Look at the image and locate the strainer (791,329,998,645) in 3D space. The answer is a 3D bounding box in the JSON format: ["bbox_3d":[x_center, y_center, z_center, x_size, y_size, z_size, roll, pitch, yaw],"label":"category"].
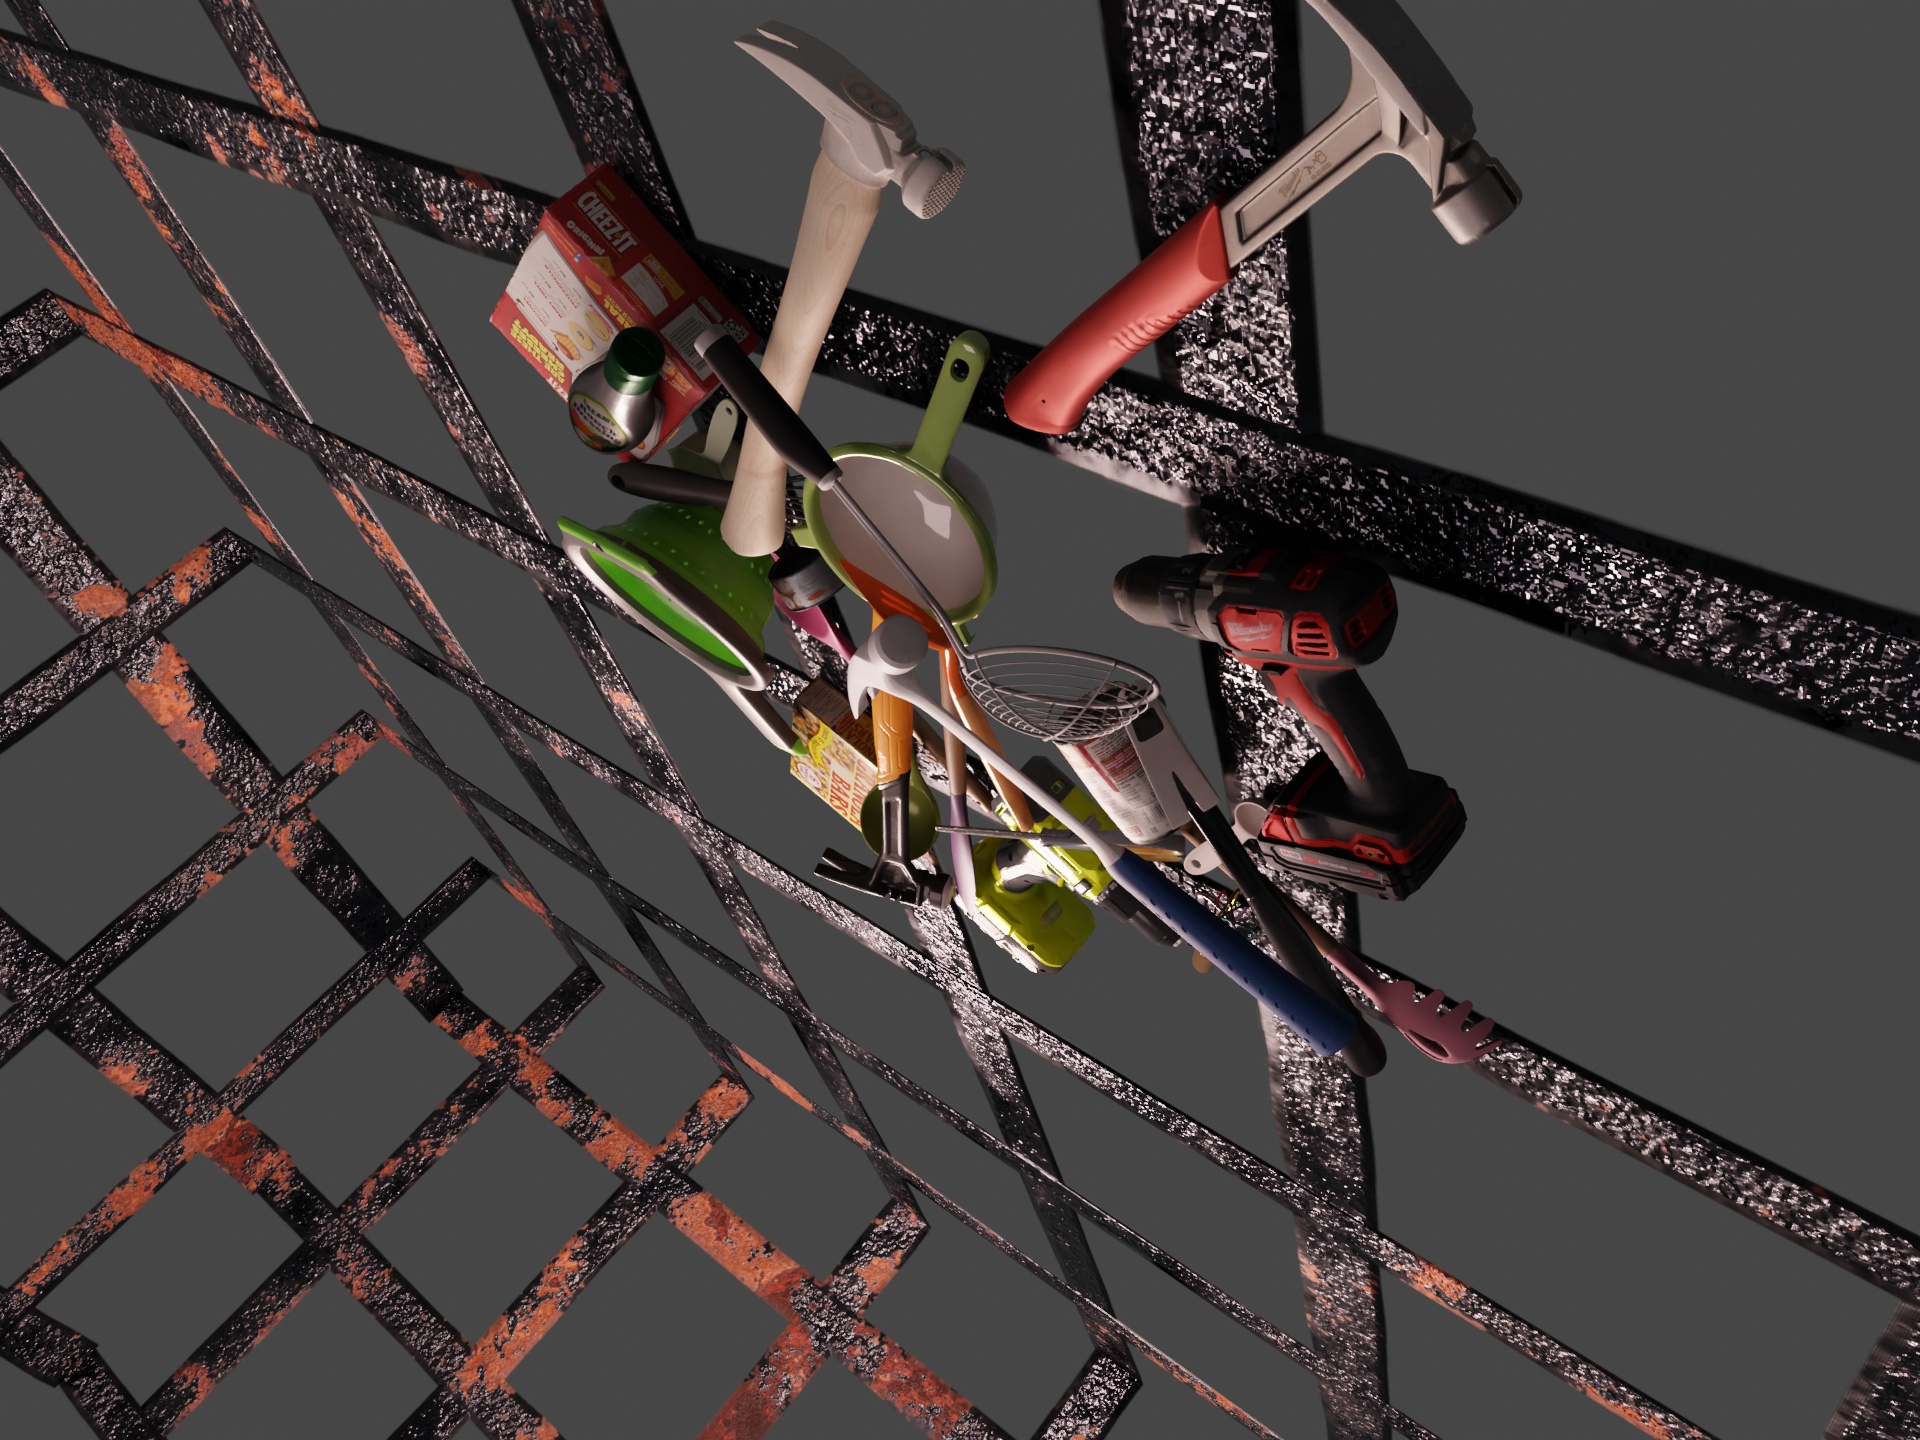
[{"bbox_3d":[-0.015,-0.170,1.048,0.151,0.069,0.256,33,143,5],"label":"strainer"}]

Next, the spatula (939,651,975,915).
[{"bbox_3d":[-0.003,0.038,1.318,0.060,0.018,0.315,-121,22,-51],"label":"spatula"}]

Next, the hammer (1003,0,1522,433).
[{"bbox_3d":[0.105,-0.230,0.788,0.149,0.037,0.359,48,155,-9],"label":"hammer"}]

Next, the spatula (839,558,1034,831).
[{"bbox_3d":[-0.002,-0.004,1.148,0.081,0.041,0.322,53,174,40],"label":"spatula"}]

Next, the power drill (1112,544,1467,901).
[{"bbox_3d":[0.196,-0.009,0.965,0.188,0.080,0.226,12,139,49],"label":"power drill"}]

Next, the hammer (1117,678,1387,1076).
[{"bbox_3d":[0.211,0.127,1.096,0.334,0.035,0.146,54,-170,-23],"label":"hammer"}]

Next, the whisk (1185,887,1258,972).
[{"bbox_3d":[0.201,0.171,1.247,0.051,0.047,0.244,5,164,7],"label":"whisk"}]

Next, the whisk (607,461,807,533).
[{"bbox_3d":[-0.172,-0.174,1.224,0.239,0.055,0.055,12,145,22],"label":"whisk"}]

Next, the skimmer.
[{"bbox_3d":[-0.022,-0.124,1.017,0.363,0.090,0.127,50,162,-1],"label":"skimmer"}]

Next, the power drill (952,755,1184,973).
[{"bbox_3d":[0.091,0.142,1.371,0.190,0.080,0.228,43,153,4],"label":"power drill"}]

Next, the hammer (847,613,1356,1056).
[{"bbox_3d":[0.090,0.081,1.033,0.405,0.035,0.144,39,162,-6],"label":"hammer"}]

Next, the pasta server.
[{"bbox_3d":[0.260,0.147,1.183,0.316,0.040,0.060,41,156,15],"label":"pasta server"}]

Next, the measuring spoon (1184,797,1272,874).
[{"bbox_3d":[0.198,0.085,1.165,0.034,0.018,0.124,44,147,2],"label":"measuring spoon"}]

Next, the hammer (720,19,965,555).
[{"bbox_3d":[-0.115,-0.245,1.029,0.146,0.038,0.410,42,147,7],"label":"hammer"}]

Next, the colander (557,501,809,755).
[{"bbox_3d":[-0.196,-0.085,1.380,0.205,0.094,0.396,28,166,28],"label":"colander"}]

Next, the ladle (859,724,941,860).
[{"bbox_3d":[-0.054,0.006,1.364,0.078,0.062,0.319,19,141,17],"label":"ladle"}]

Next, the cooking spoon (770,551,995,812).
[{"bbox_3d":[-0.076,-0.037,1.407,0.319,0.017,0.069,48,153,-9],"label":"cooking spoon"}]

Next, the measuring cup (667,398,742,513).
[{"bbox_3d":[-0.184,-0.218,1.257,0.083,0.038,0.167,43,154,1],"label":"measuring cup"}]

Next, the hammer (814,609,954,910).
[{"bbox_3d":[-0.063,0.027,1.342,0.127,0.034,0.336,14,132,13],"label":"hammer"}]
